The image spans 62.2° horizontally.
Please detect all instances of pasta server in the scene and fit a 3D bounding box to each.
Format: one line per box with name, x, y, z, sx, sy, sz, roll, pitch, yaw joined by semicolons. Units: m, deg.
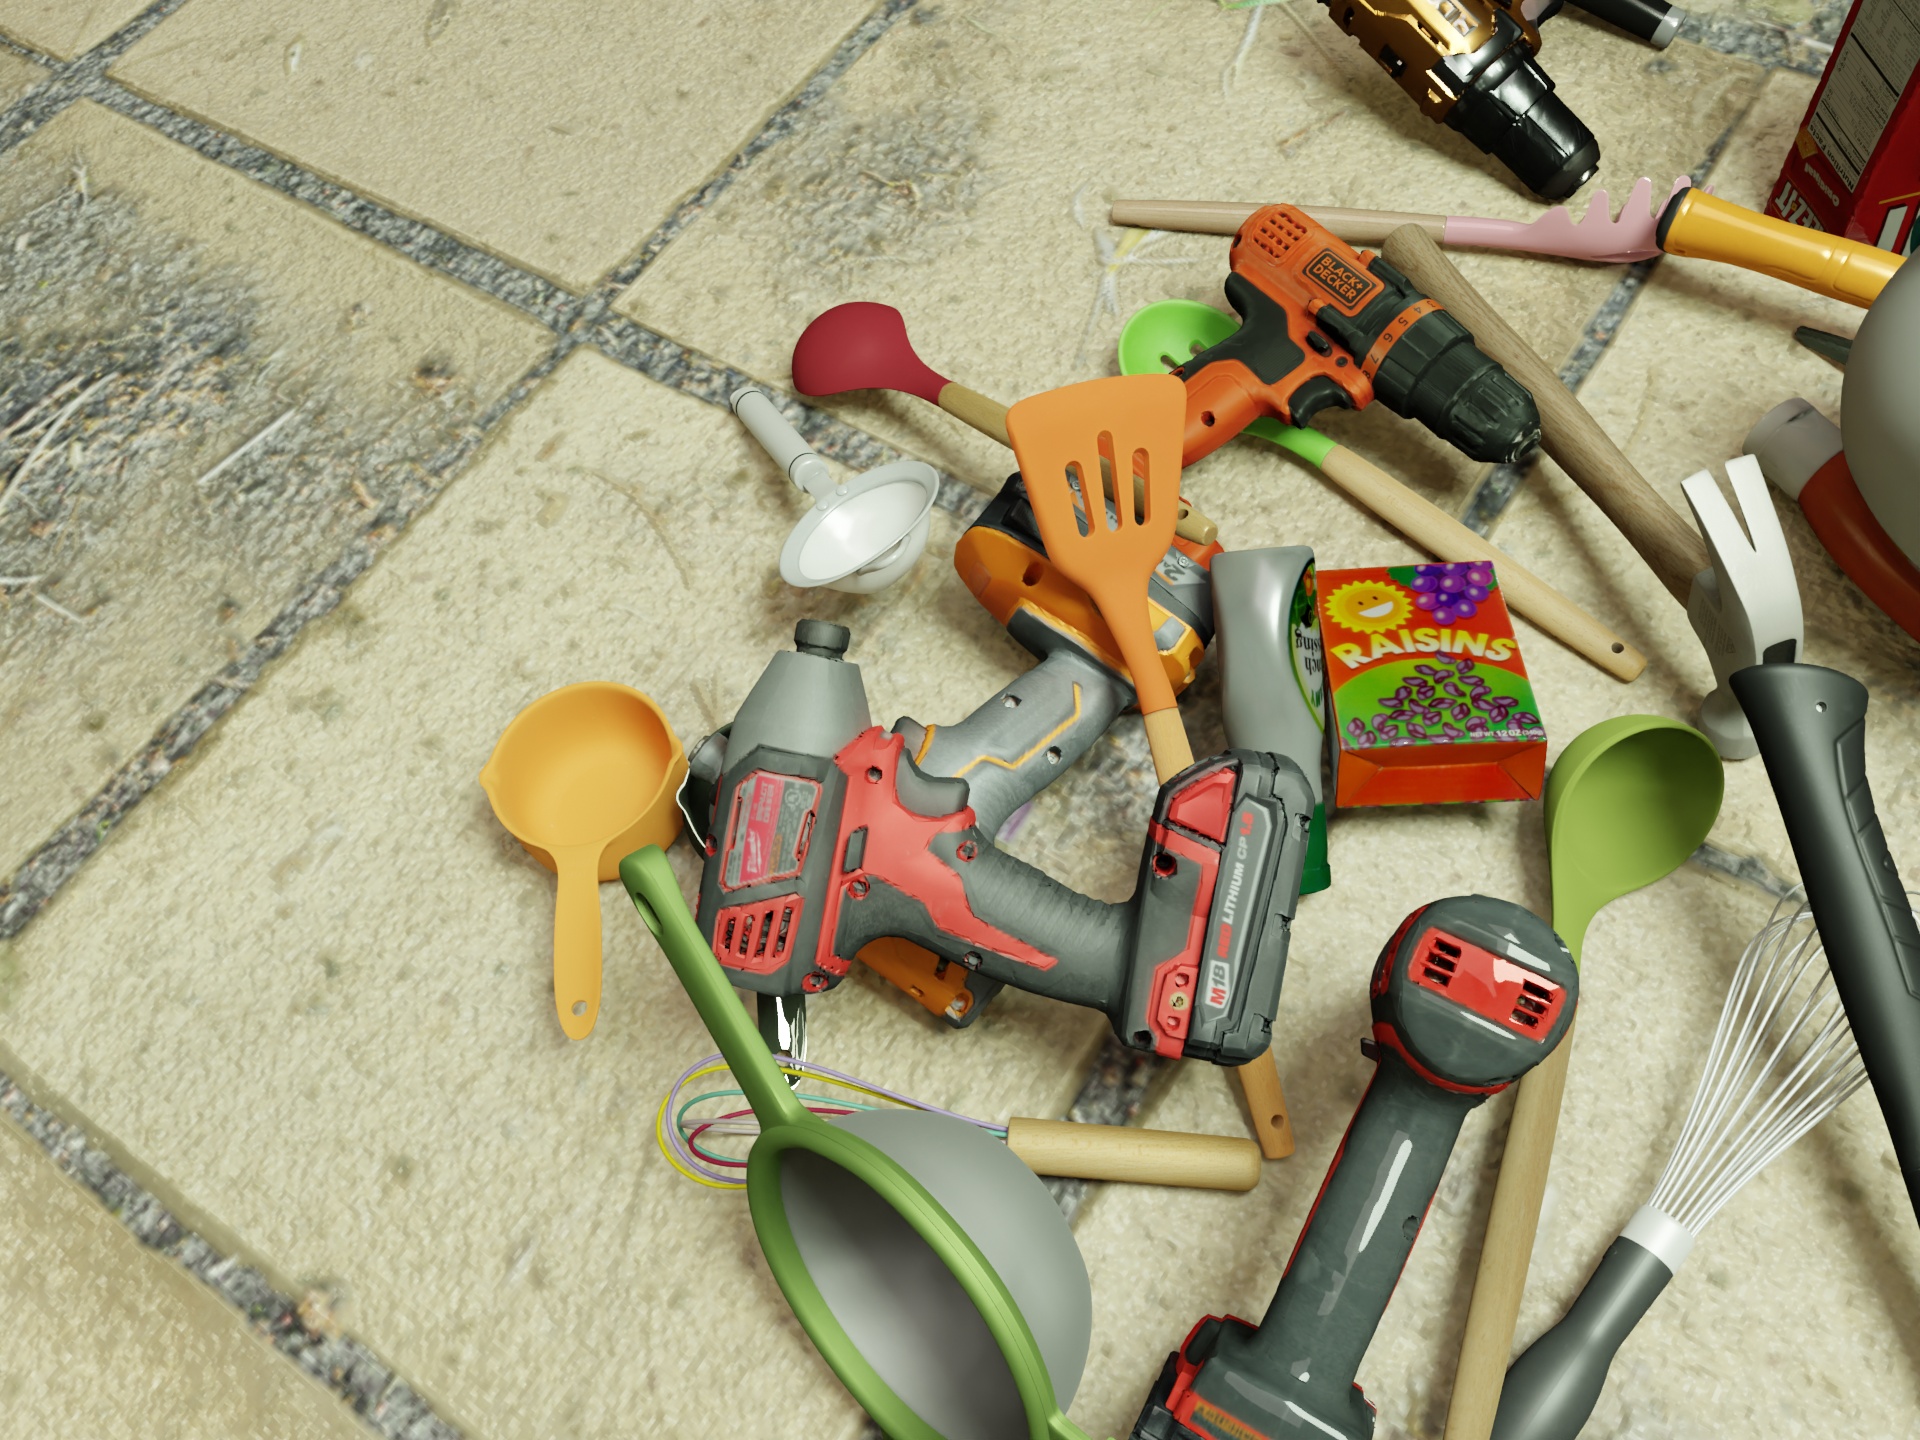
pasta server;0.240;-0.280;0.876;0.316;0.060;0.040;8;97;16

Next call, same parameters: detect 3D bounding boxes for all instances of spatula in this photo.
spatula;0.091;0.019;0.651;0.081;0.041;0.323;-13;82;-14

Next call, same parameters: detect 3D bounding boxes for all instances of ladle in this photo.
ladle;0.235;0.135;0.611;0.062;0.078;0.320;-16;43;52
ladle;0.010;-0.151;0.792;0.069;0.031;0.316;-48;50;-7

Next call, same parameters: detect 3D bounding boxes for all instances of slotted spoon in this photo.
slotted spoon;0.203;-0.115;0.791;0.070;0.031;0.314;-45;66;-9

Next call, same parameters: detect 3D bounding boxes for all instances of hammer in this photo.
hammer;0.287;-0.139;0.756;0.031;0.129;0.332;-22;51;-1
hammer;0.335;0.139;0.559;0.146;0.035;0.335;-12;78;-1
hammer;0.490;-0.181;0.735;0.337;0.127;0.034;28;104;22

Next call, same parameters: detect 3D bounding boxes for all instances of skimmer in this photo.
skimmer;0.255;-0.475;0.970;0.363;0.127;0.090;33;91;12

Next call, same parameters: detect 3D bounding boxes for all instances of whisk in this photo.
whisk;-0.003;0.173;0.643;0.245;0.051;0.047;4;26;5
whisk;0.280;0.170;0.600;0.070;0.070;0.284;36;76;25

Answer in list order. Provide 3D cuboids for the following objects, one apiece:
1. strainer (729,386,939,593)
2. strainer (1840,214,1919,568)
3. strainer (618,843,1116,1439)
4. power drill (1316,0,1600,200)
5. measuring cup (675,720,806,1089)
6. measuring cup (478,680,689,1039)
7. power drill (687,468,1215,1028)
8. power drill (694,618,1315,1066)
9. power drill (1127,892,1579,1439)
strainer;-0.071;-0.119;0.794;0.087;0.050;0.259;-36;40;-2
strainer;0.452;-0.047;0.600;0.095;0.211;0.341;-41;67;18
strainer;-0.031;0.146;0.565;0.069;0.151;0.256;-29;86;-35
power drill;0.339;-0.416;0.882;0.226;0.084;0.185;-42;86;-1
measuring cup;-0.085;0.082;0.713;0.083;0.038;0.168;-1;74;-15
measuring cup;-0.165;0.068;0.722;0.095;0.052;0.174;-9;61;3
power drill;-0.001;-0.002;0.700;0.164;0.084;0.226;36;70;1
power drill;0.014;0.046;0.602;0.219;0.078;0.143;10;90;5
power drill;0.145;0.170;0.568;0.080;0.187;0.227;25;84;16
